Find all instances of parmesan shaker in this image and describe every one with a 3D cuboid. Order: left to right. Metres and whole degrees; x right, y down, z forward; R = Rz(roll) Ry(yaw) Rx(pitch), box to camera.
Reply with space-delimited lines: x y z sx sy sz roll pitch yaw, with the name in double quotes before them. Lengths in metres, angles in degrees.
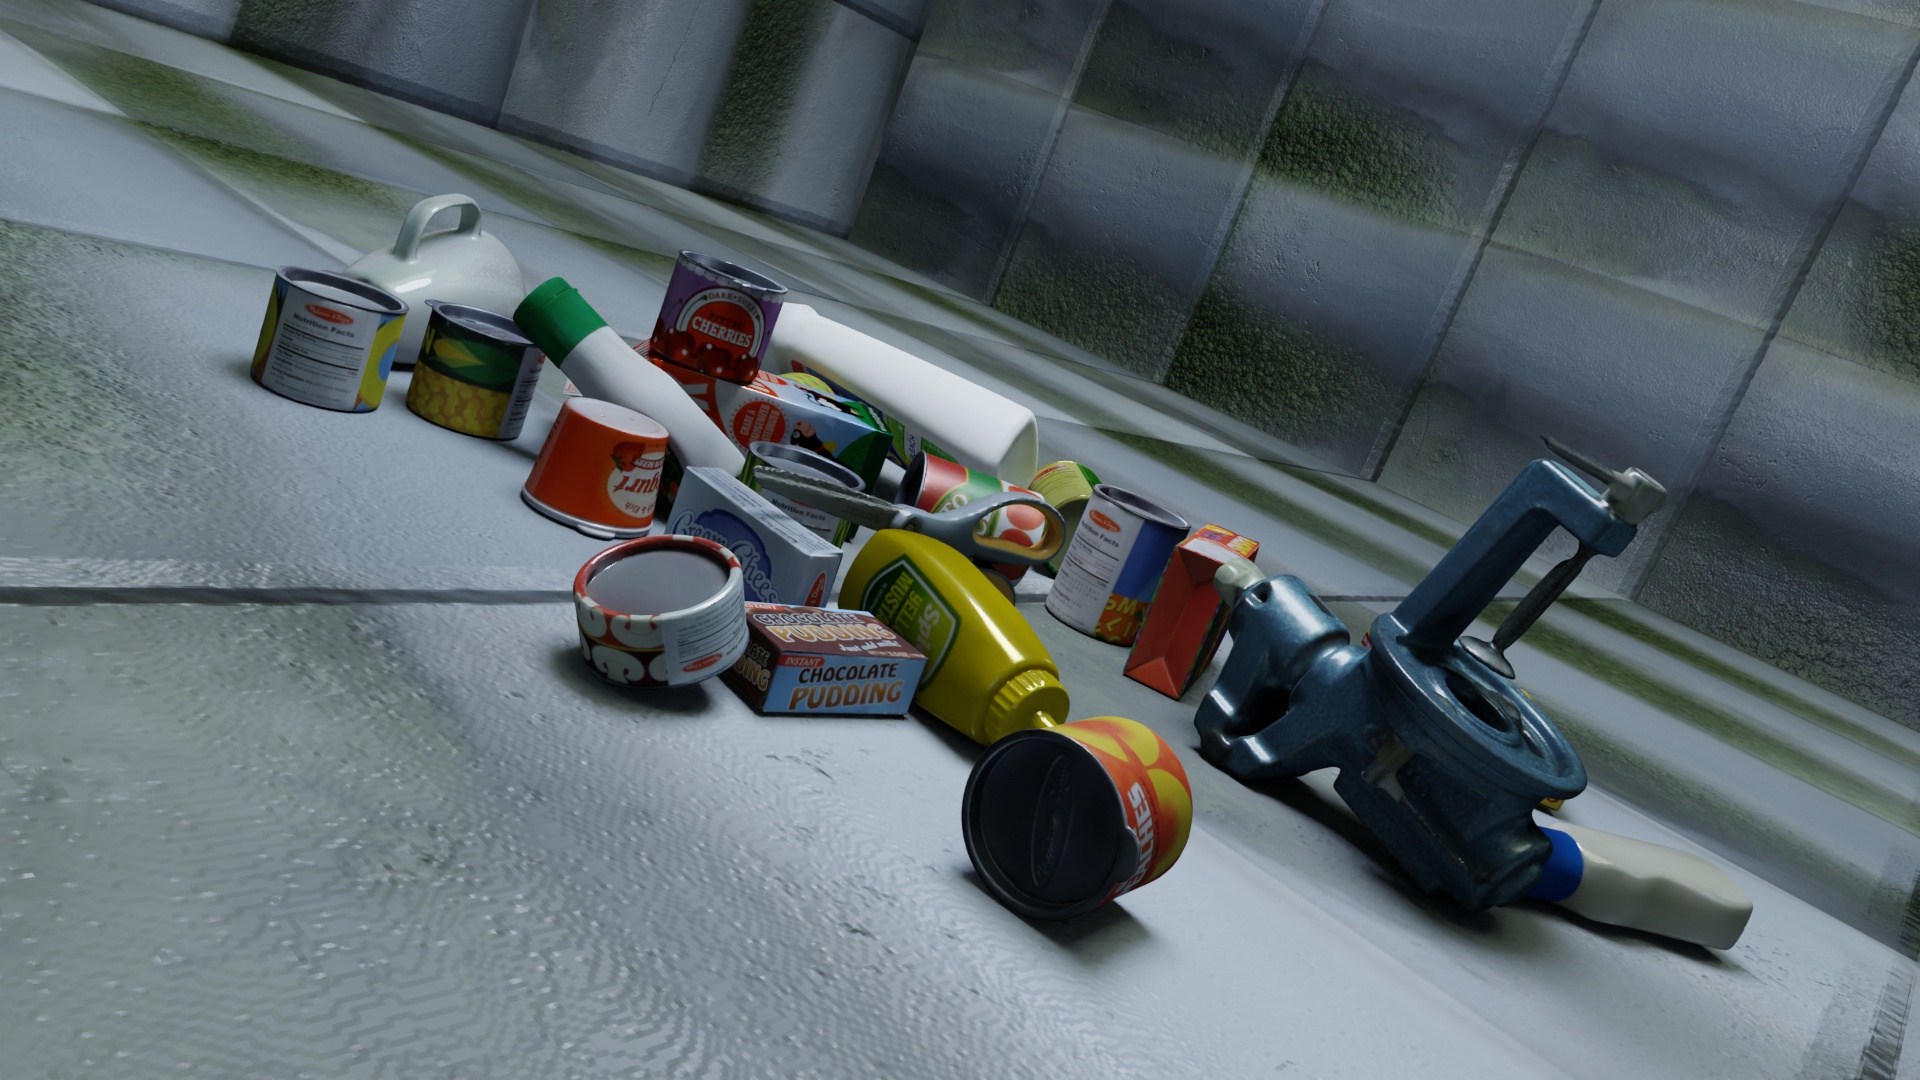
"parmesan shaker" 0.079 -0.012 1.005 0.071 0.071 0.103 20 14 -9

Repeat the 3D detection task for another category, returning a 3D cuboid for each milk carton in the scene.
"milk carton" -0.146 -0.069 0.850 0.191 0.073 0.072 17 14 -17

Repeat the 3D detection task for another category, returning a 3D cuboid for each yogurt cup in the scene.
"yogurt cup" -0.184 -0.039 0.715 0.072 0.053 0.072 20 12 -5

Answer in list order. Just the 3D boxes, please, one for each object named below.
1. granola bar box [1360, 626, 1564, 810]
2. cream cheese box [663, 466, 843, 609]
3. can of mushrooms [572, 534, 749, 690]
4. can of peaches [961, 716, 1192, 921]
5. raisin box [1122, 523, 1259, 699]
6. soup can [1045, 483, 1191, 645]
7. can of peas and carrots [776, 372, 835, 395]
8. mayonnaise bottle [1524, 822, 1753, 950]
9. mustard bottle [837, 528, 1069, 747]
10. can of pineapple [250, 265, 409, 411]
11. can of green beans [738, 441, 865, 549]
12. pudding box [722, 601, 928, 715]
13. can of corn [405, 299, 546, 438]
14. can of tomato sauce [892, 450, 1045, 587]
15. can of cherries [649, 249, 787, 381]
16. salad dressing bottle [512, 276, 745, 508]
"granola bar box" 0.338 0.118 0.949 0.124 0.039 0.166 23 13 6
"cream cheese box" -0.101 0.008 0.660 0.104 0.053 0.024 32 18 38
"can of mushrooms" -0.120 0.027 0.550 0.071 0.033 0.071 0 30 0
"can of peaches" 0.045 0.099 0.502 0.071 0.071 0.058 29 14 30
"raisin box" 0.145 0.040 0.851 0.040 0.086 0.123 23 13 15
"soup can" 0.101 0.016 0.882 0.071 0.083 0.071 21 13 -5
"can of peas and carrots" -0.117 -0.081 0.957 0.071 0.070 0.059 23 12 5
"mayonnaise bottle" 0.334 0.175 0.719 0.148 0.041 0.065 15 13 -22
"mustard bottle" 0.005 0.054 0.631 0.049 0.065 0.160 15 18 -45
"can of pineapple" -0.334 -0.107 0.738 0.071 0.057 0.071 21 13 -5
"can of green beans" -0.092 -0.015 0.754 0.071 0.057 0.071 21 13 -5
"pudding box" -0.062 0.051 0.603 0.084 0.030 0.050 9 17 -44
"can of corn" -0.276 -0.097 0.788 0.071 0.058 0.071 21 13 -5
"can of tomato sauce" 0.003 -0.011 0.872 0.083 0.071 0.071 19 13 -15
"can of cherries" -0.141 -0.131 0.811 0.071 0.058 0.072 21 14 -5
"salad dressing bottle" -0.183 -0.079 0.766 0.147 0.044 0.064 47 -30 -4
